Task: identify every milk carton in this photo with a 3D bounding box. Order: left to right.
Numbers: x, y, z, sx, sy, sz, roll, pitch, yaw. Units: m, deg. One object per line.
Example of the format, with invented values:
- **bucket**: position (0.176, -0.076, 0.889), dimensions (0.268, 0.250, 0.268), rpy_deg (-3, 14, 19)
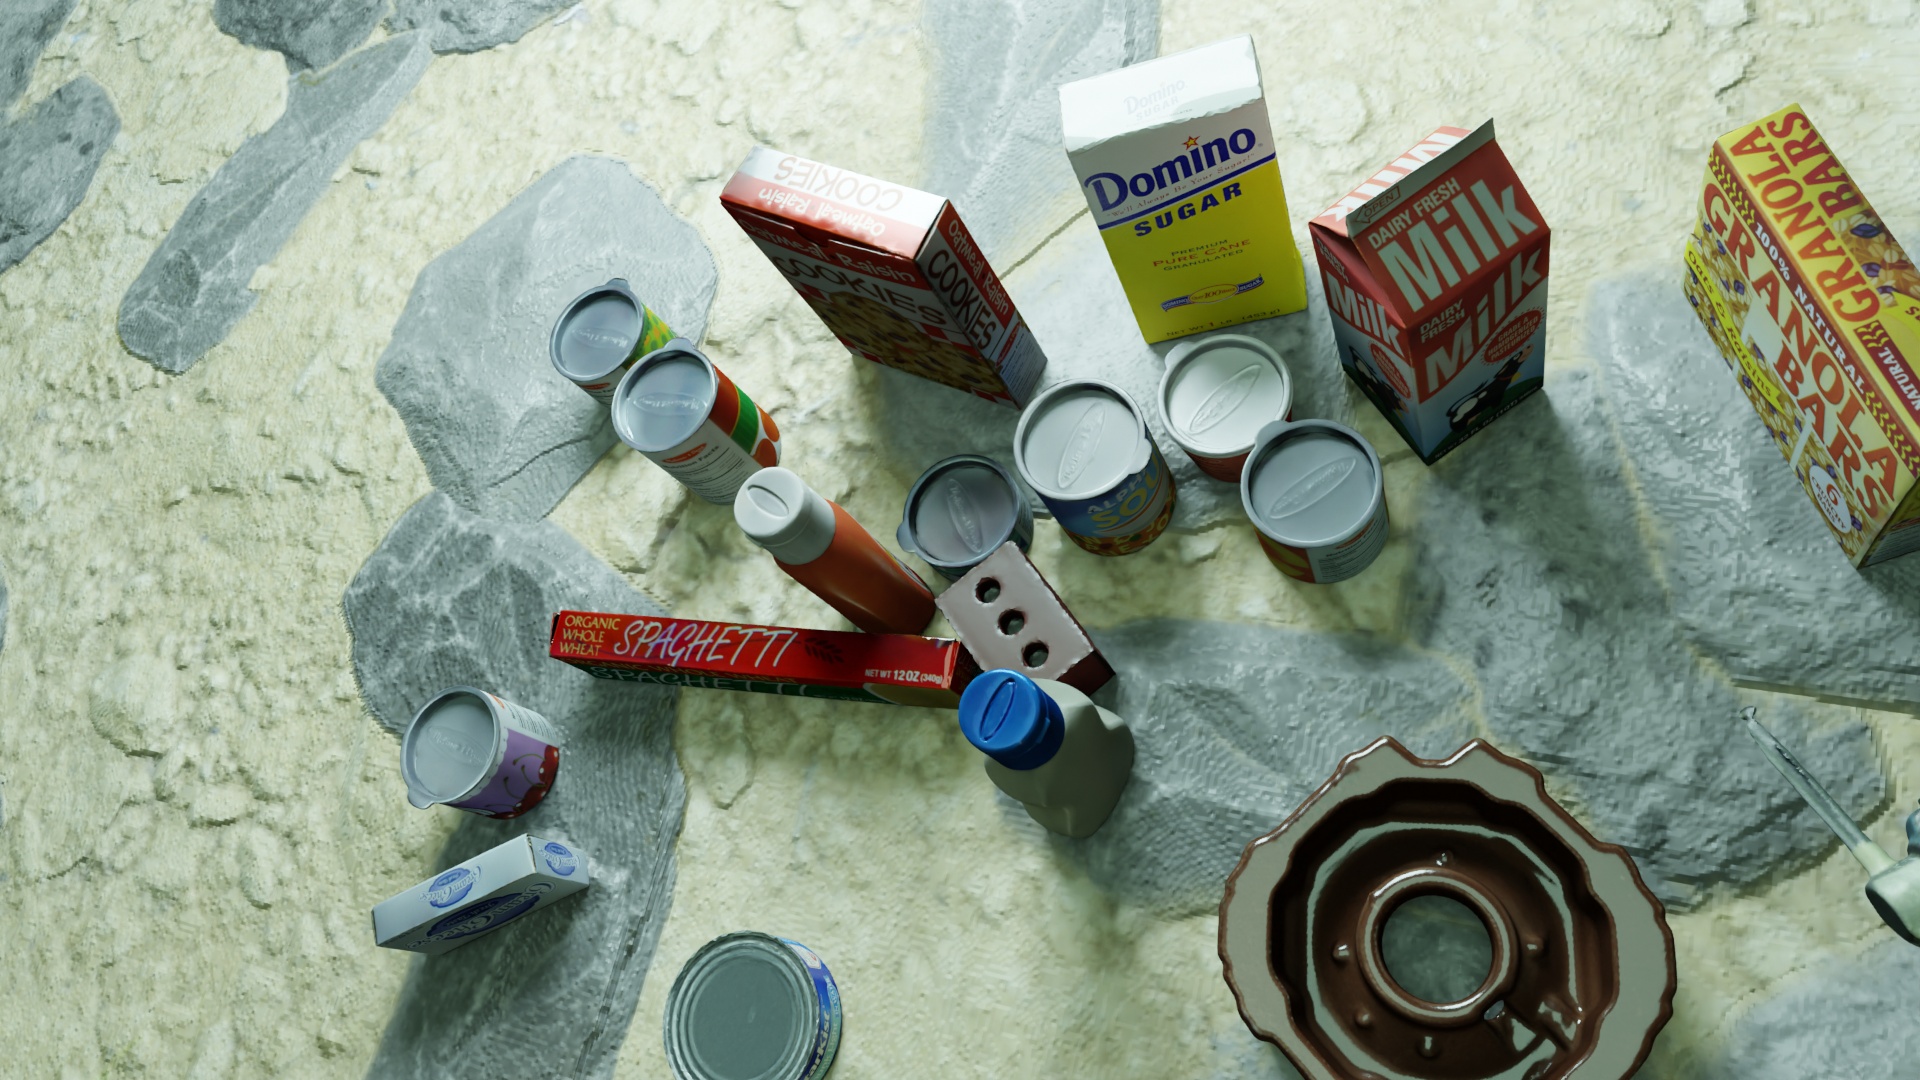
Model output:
- **milk carton**: position (0.213, -0.115, 0.629), dimensions (0.072, 0.190, 0.073), rpy_deg (-35, 62, 5)

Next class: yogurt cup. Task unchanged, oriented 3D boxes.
- **yogurt cup**: position (0.139, -0.064, 0.714), dimensions (0.072, 0.054, 0.072), rpy_deg (-7, 67, 18)

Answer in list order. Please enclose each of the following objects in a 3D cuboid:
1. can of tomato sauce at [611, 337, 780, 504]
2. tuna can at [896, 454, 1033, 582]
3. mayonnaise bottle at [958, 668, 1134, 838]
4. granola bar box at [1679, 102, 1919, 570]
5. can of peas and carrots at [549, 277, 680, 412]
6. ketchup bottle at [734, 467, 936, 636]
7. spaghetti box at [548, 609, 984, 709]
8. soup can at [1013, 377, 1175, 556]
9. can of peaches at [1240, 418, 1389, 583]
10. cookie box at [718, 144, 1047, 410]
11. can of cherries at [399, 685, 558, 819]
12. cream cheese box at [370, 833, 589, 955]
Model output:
- **can of tomato sauce**: position (-0.151, -0.067, 0.809), dimensions (0.071, 0.083, 0.071), rpy_deg (-7, 67, 18)
- **tuna can**: position (0.003, -0.009, 0.756), dimensions (0.071, 0.032, 0.071), rpy_deg (-7, 67, 18)
- **mayonnaise bottle**: position (0.040, 0.094, 0.634), dimensions (0.041, 0.147, 0.065), rpy_deg (21, 78, 26)
- **granola bar box**: position (0.371, -0.083, 0.595), dimensions (0.039, 0.124, 0.166), rpy_deg (-22, 63, 12)
- **can of peas and carrots**: position (-0.211, -0.119, 0.866), dimensions (0.071, 0.058, 0.071), rpy_deg (-7, 67, 18)
- **ketchup bottle**: position (-0.065, 0.008, 0.708), dimensions (0.065, 0.148, 0.043), rpy_deg (32, 83, 28)
- **spaghetti box**: position (-0.110, 0.065, 0.759), dimensions (0.250, 0.050, 0.029), rpy_deg (2, 71, 22)
- **soup can**: position (0.073, -0.035, 0.711), dimensions (0.071, 0.083, 0.071), rpy_deg (-7, 67, 18)
- **can of peaches**: position (0.174, -0.020, 0.681), dimensions (0.071, 0.058, 0.071), rpy_deg (-7, 67, 18)
- **cookie box**: position (-0.037, -0.137, 0.746), dimensions (0.123, 0.167, 0.040), rpy_deg (22, 79, 27)
- **can of cherries**: position (-0.275, 0.124, 0.792), dimensions (0.071, 0.058, 0.072), rpy_deg (-7, 67, 18)
- **cream cheese box**: position (-0.262, 0.195, 0.762), dimensions (0.104, 0.053, 0.024), rpy_deg (-26, 63, 9)
